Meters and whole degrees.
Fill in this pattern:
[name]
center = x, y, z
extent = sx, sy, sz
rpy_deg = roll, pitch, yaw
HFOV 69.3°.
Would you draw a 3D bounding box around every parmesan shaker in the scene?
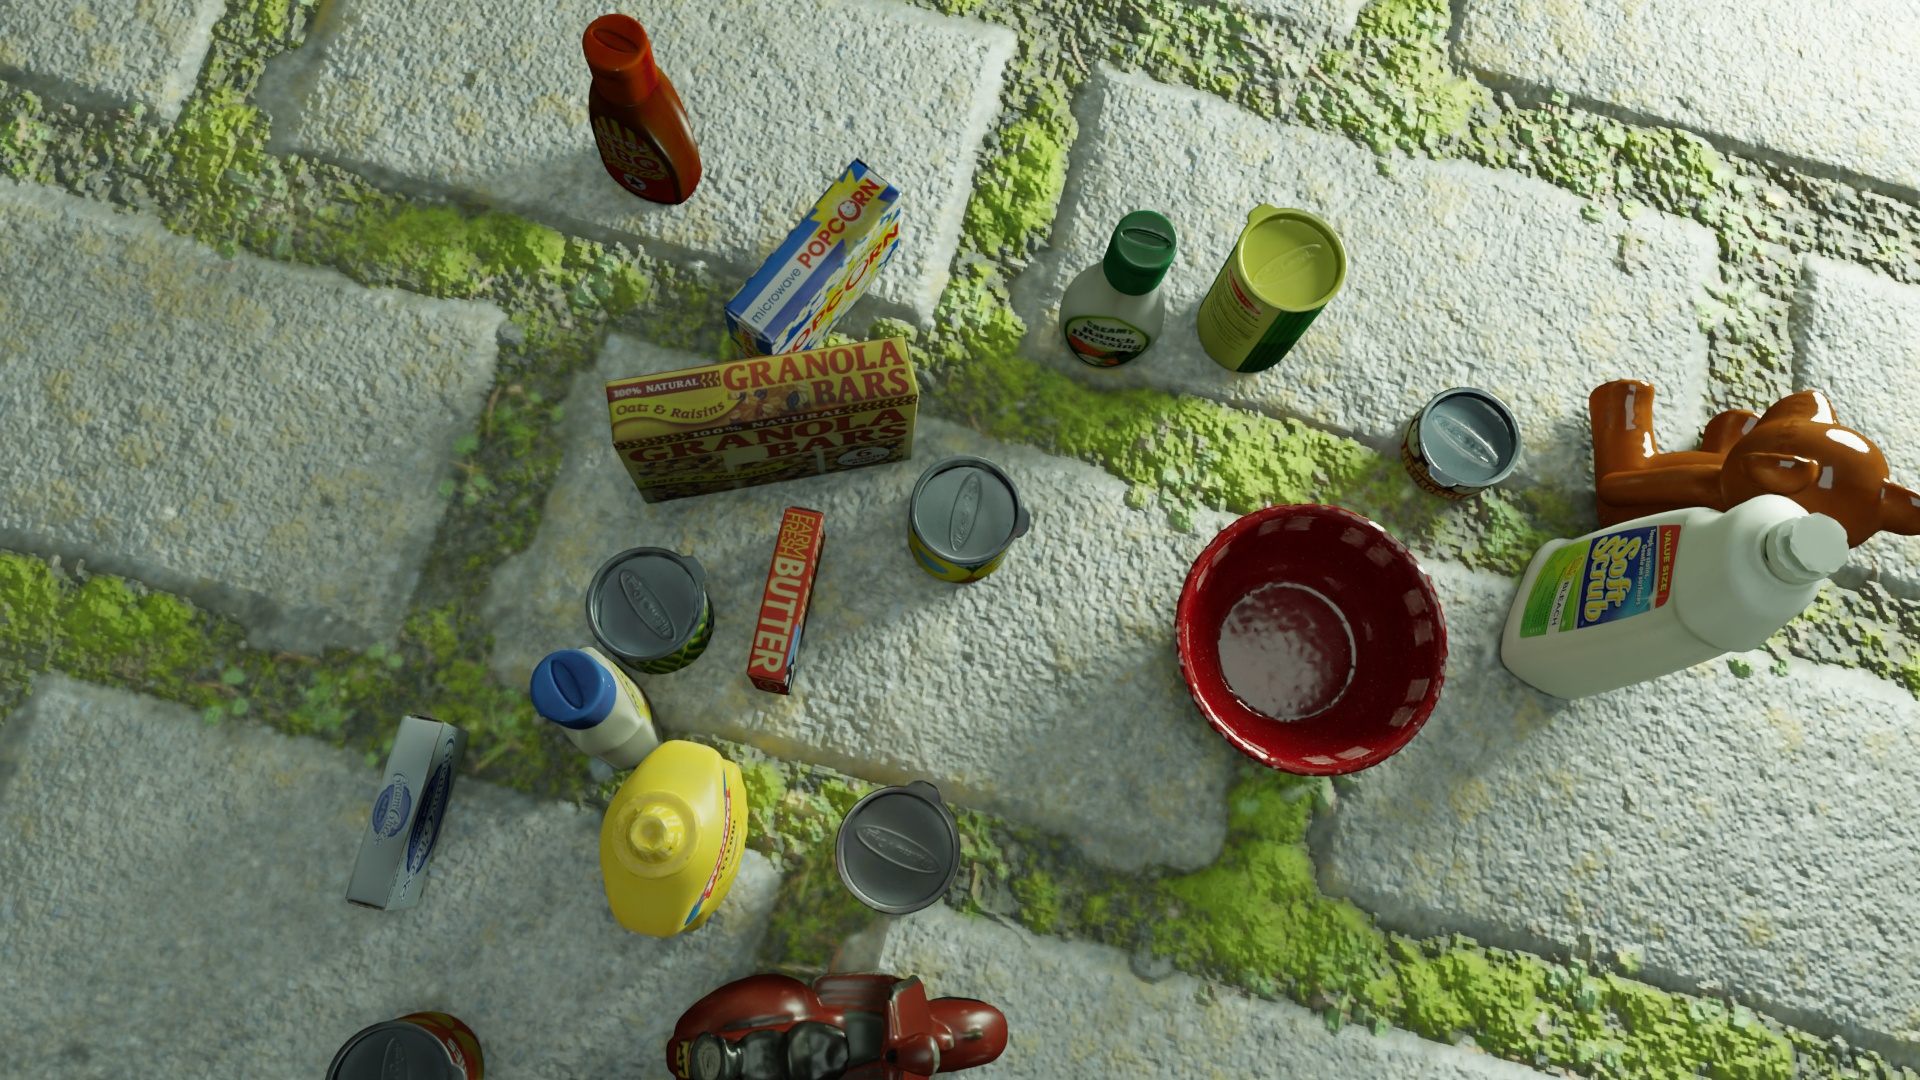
[parmesan shaker]
center = 0.188, -0.154, 0.858
extent = 0.071, 0.103, 0.071
rpy_deg = 1, 76, -4

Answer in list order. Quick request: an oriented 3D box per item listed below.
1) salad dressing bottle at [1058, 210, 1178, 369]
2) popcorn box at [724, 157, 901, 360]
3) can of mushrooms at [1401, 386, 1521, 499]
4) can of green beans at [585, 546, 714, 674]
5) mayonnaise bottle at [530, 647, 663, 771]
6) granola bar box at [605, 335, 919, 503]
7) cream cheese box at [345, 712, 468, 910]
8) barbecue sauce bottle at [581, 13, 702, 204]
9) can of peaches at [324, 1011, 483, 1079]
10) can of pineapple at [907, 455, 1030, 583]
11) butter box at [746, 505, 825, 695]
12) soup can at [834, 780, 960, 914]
[salad dressing bottle]
center = 0.096, -0.148, 0.827
extent = 0.064, 0.147, 0.044
rpy_deg = 15, 76, 0
[popcorn box]
center = -0.089, -0.160, 0.849
extent = 0.038, 0.085, 0.127
rpy_deg = 37, 76, 5
[can of mushrooms]
center = 0.315, -0.059, 0.879
extent = 0.071, 0.033, 0.071
rpy_deg = 1, 76, -4
[can of green beans]
center = -0.178, 0.042, 0.806
extent = 0.071, 0.057, 0.071
rpy_deg = 1, 76, -4
[mayonnaise bottle]
center = -0.196, 0.088, 0.746
extent = 0.041, 0.147, 0.065
rpy_deg = -32, 80, -10
[granola bar box]
center = -0.111, -0.068, 0.804
extent = 0.166, 0.124, 0.039
rpy_deg = -10, 77, -6
[cream cheese box]
center = -0.306, 0.151, 0.771
extent = 0.024, 0.053, 0.104
rpy_deg = 13, 75, -1
[barbecue sauce bottle]
center = -0.194, -0.258, 0.833
extent = 0.065, 0.148, 0.044
rpy_deg = 25, 76, 2
[can of peaches]
center = -0.290, 0.286, 0.736
extent = 0.071, 0.058, 0.071
rpy_deg = 1, 76, -4
[can of pineapple]
center = 0.003, -0.010, 0.832
extent = 0.071, 0.057, 0.071
rpy_deg = 1, 76, -4
[butter box]
center = -0.101, 0.036, 0.815
extent = 0.024, 0.053, 0.104
rpy_deg = 12, 75, -1
[soup can]
center = -0.034, 0.170, 0.770
extent = 0.071, 0.083, 0.071
rpy_deg = 1, 76, -4
